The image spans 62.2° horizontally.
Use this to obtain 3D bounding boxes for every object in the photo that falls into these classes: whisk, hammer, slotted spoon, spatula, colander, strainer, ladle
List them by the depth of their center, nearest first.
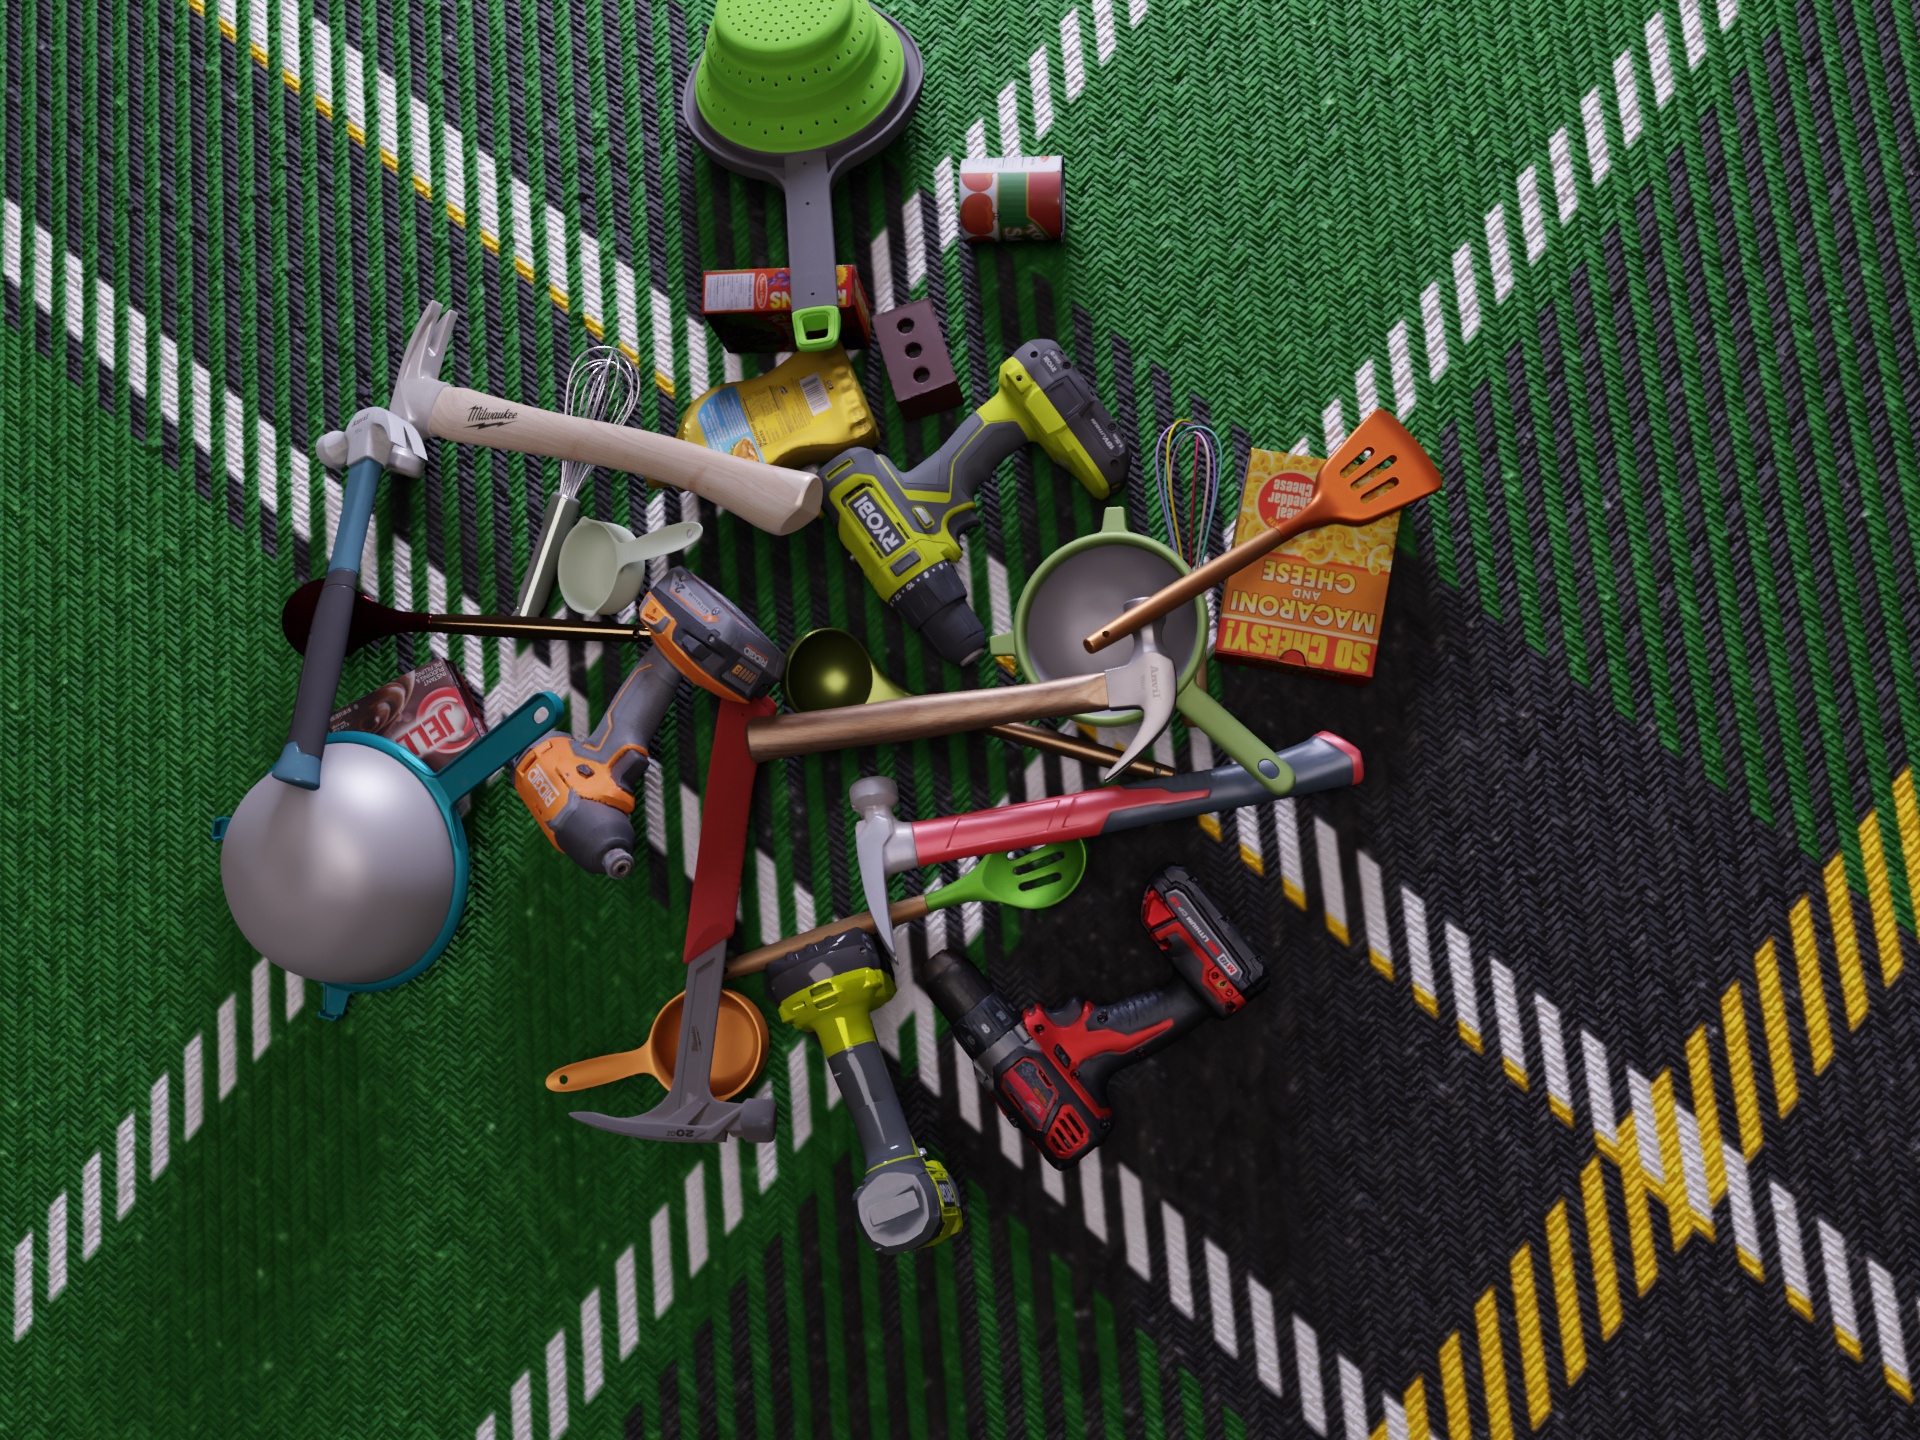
[{"bbox_3d":[0.219,-0.131,1.178,0.322,0.041,0.081,-31,78,-23],"label":"spatula"},{"bbox_3d":[-0.002,-0.004,1.196,0.331,0.031,0.130,-8,81,12],"label":"hammer"},{"bbox_3d":[0.115,0.081,1.198,0.386,0.038,0.143,-10,64,-1],"label":"hammer"},{"bbox_3d":[0.158,-0.031,1.215,0.256,0.069,0.151,43,96,16],"label":"strainer"},{"bbox_3d":[-0.198,0.138,1.218,0.149,0.036,0.359,4,70,1],"label":"hammer"},{"bbox_3d":[-0.448,0.082,1.219,0.340,0.095,0.211,-35,84,17],"label":"strainer"},{"bbox_3d":[-0.487,-0.100,1.245,0.128,0.033,0.331,-15,61,35],"label":"hammer"},{"bbox_3d":[-0.050,0.150,1.246,0.314,0.031,0.070,-19,80,5],"label":"slotted spoon"},{"bbox_3d":[0.013,-0.001,1.247,0.320,0.062,0.078,16,86,5],"label":"ladle"},{"bbox_3d":[0.185,-0.117,1.254,0.051,0.047,0.245,-2,86,18],"label":"whisk"},{"bbox_3d":[-0.129,-0.472,1.255,0.204,0.094,0.397,-7,64,4],"label":"colander"},{"bbox_3d":[-0.287,-0.229,1.262,0.411,0.038,0.146,16,90,23],"label":"hammer"},{"bbox_3d":[-0.403,-0.076,1.291,0.315,0.031,0.069,3,91,3],"label":"ladle"},{"bbox_3d":[-0.324,-0.191,1.315,0.059,0.058,0.246,19,88,-22],"label":"whisk"}]

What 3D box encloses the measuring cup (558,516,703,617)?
[{"bbox_3d":[-0.253,-0.131,1.266,0.167,0.038,0.083,-12,81,36],"label":"measuring cup"}]

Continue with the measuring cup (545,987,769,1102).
[{"bbox_3d":[-0.232,0.261,1.237,0.173,0.052,0.095,-14,81,6],"label":"measuring cup"}]

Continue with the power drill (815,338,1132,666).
[{"bbox_3d":[0.021,-0.173,1.260,0.228,0.080,0.190,-36,85,2],"label":"power drill"}]

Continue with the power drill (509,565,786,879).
[{"bbox_3d":[-0.240,0.009,1.223,0.226,0.084,0.164,-50,46,3],"label":"power drill"}]

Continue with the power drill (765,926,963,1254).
[{"bbox_3d":[-0.061,0.276,1.166,0.080,0.171,0.223,-22,72,2],"label":"power drill"}]

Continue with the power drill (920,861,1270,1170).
[{"bbox_3d":[0.099,0.201,1.200,0.226,0.080,0.188,-40,80,2],"label":"power drill"}]
